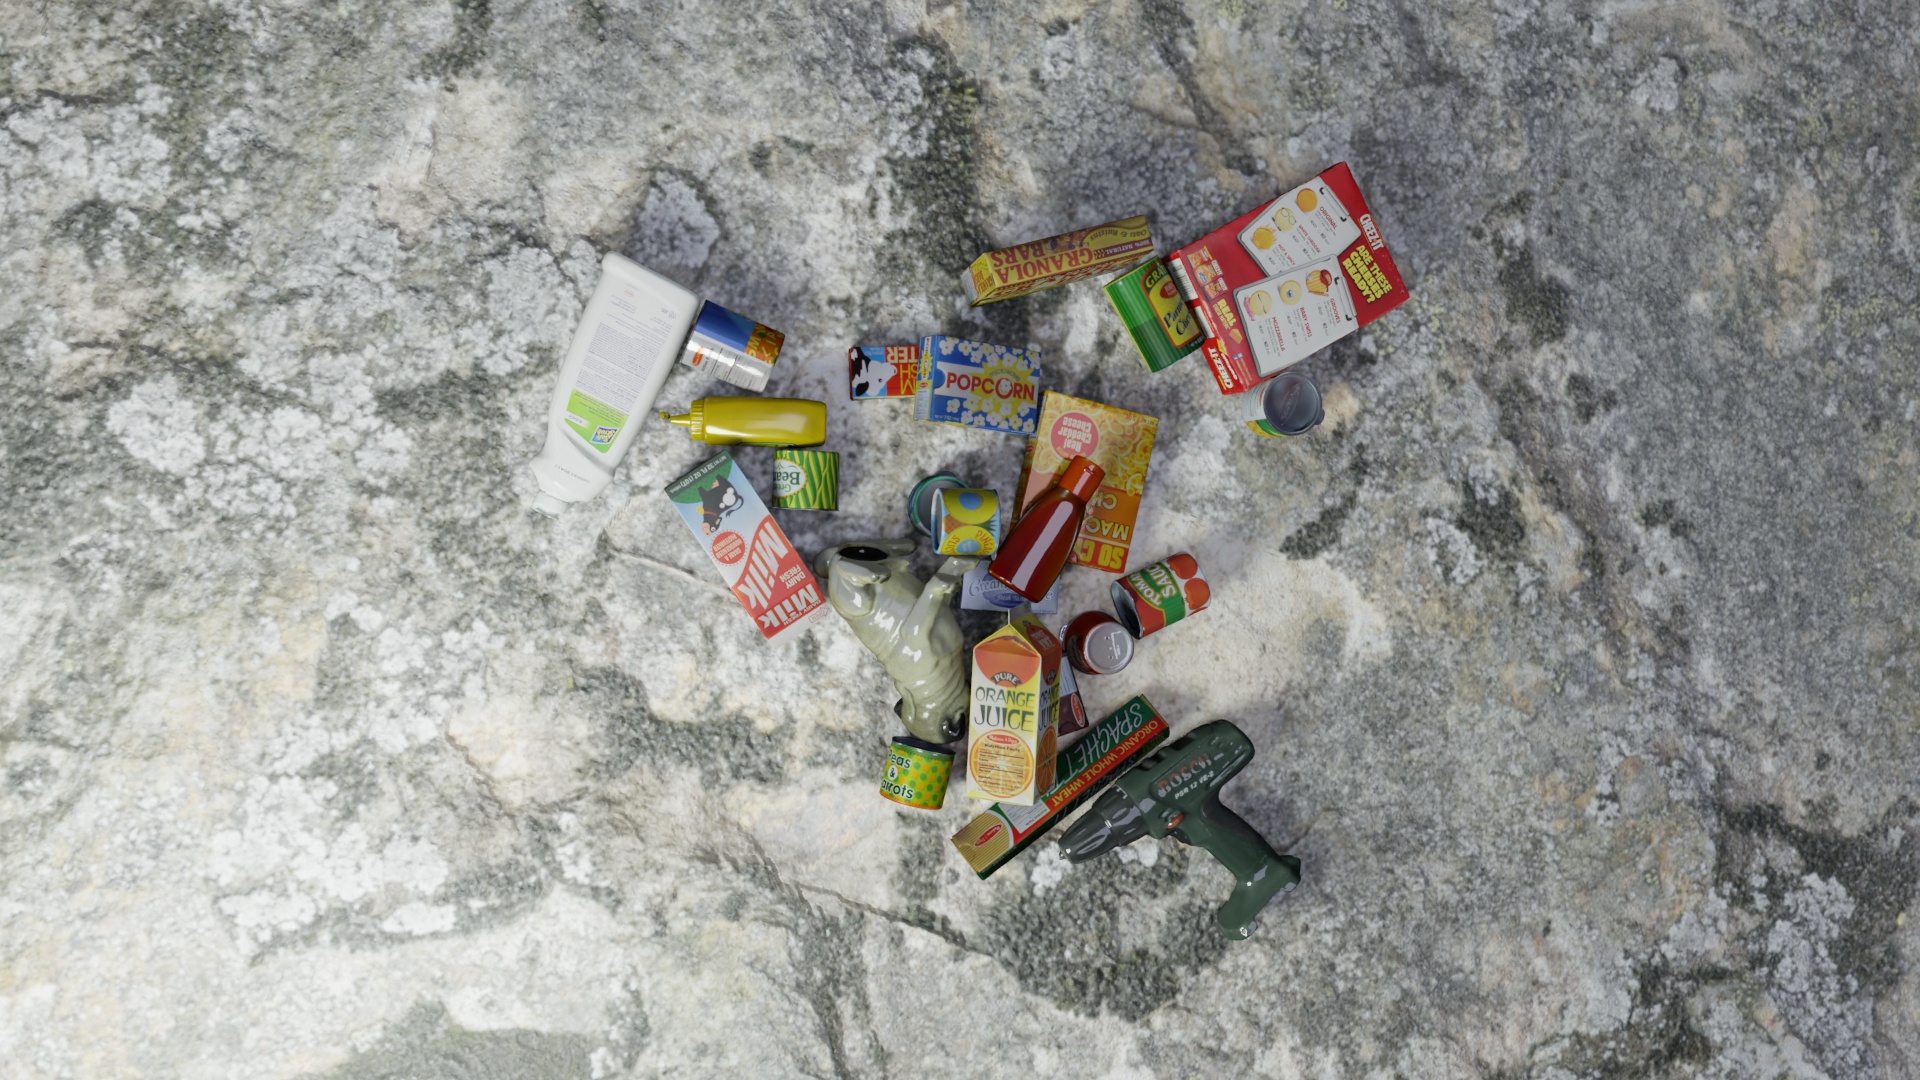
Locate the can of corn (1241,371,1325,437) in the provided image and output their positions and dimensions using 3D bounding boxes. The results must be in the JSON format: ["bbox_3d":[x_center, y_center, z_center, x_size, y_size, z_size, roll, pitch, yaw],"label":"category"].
[{"bbox_3d":[0.341,-0.141,1.467,0.071,0.058,0.071,0,91,-12],"label":"can of corn"}]

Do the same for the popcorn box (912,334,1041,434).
[{"bbox_3d":[0.018,-0.154,1.389,0.127,0.038,0.085,5,91,-31],"label":"popcorn box"}]

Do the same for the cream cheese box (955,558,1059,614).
[{"bbox_3d":[0.049,0.047,1.425,0.104,0.024,0.053,4,89,-12],"label":"cream cheese box"}]

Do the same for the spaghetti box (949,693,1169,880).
[{"bbox_3d":[0.105,0.252,1.426,0.250,0.028,0.050,-36,57,-9],"label":"spaghetti box"}]

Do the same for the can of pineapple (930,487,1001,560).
[{"bbox_3d":[0.005,-0.017,1.357,0.058,0.071,0.071,1,91,-12],"label":"can of pineapple"}]

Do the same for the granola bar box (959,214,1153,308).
[{"bbox_3d":[0.093,-0.275,1.378,0.166,0.124,0.039,-16,94,-11],"label":"granola bar box"}]

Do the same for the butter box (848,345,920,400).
[{"bbox_3d":[-0.060,-0.169,1.398,0.104,0.024,0.053,-3,92,-12],"label":"butter box"}]

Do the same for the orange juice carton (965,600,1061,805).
[{"bbox_3d":[0.054,0.158,1.380,0.073,0.072,0.192,5,96,21],"label":"orange juice carton"}]

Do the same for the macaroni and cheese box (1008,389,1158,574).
[{"bbox_3d":[0.124,-0.059,1.431,0.124,0.040,0.166,13,88,-11],"label":"macaroni and cheese box"}]

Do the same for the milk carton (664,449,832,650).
[{"bbox_3d":[-0.204,0.010,1.345,0.072,0.073,0.190,-34,98,-9],"label":"milk carton"}]

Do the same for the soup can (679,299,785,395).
[{"bbox_3d":[-0.219,-0.188,1.343,0.084,0.071,0.071,22,87,-12],"label":"soup can"}]

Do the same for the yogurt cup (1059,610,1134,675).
[{"bbox_3d":[0.145,0.108,1.432,0.072,0.054,0.072,0,92,-13],"label":"yogurt cup"}]

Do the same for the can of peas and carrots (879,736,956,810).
[{"bbox_3d":[-0.045,0.232,1.385,0.071,0.071,0.058,14,89,-12],"label":"can of peas and carrots"}]

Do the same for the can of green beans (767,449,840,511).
[{"bbox_3d":[-0.151,-0.058,1.359,0.071,0.071,0.058,2,91,-12],"label":"can of green beans"}]

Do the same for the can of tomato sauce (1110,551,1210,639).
[{"bbox_3d":[0.207,0.055,1.436,0.083,0.071,0.071,-23,96,-11],"label":"can of tomato sauce"}]

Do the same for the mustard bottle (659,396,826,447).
[{"bbox_3d":[-0.211,-0.115,1.349,0.160,0.065,0.049,1,90,-6],"label":"mustard bottle"}]

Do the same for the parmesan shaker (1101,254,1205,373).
[{"bbox_3d":[0.201,-0.234,1.433,0.071,0.071,0.103,-32,98,-10],"label":"parmesan shaker"}]

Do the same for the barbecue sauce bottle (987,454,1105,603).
[{"bbox_3d":[0.091,-0.014,1.381,0.065,0.043,0.148,33,86,-3],"label":"barbecue sauce bottle"}]

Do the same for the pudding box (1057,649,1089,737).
[{"bbox_3d":[0.096,0.159,1.434,0.050,0.030,0.083,-18,95,-12],"label":"pudding box"}]

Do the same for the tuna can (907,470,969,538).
[{"bbox_3d":[-0.018,-0.036,1.405,0.071,0.033,0.071,0,92,-12],"label":"tuna can"}]
